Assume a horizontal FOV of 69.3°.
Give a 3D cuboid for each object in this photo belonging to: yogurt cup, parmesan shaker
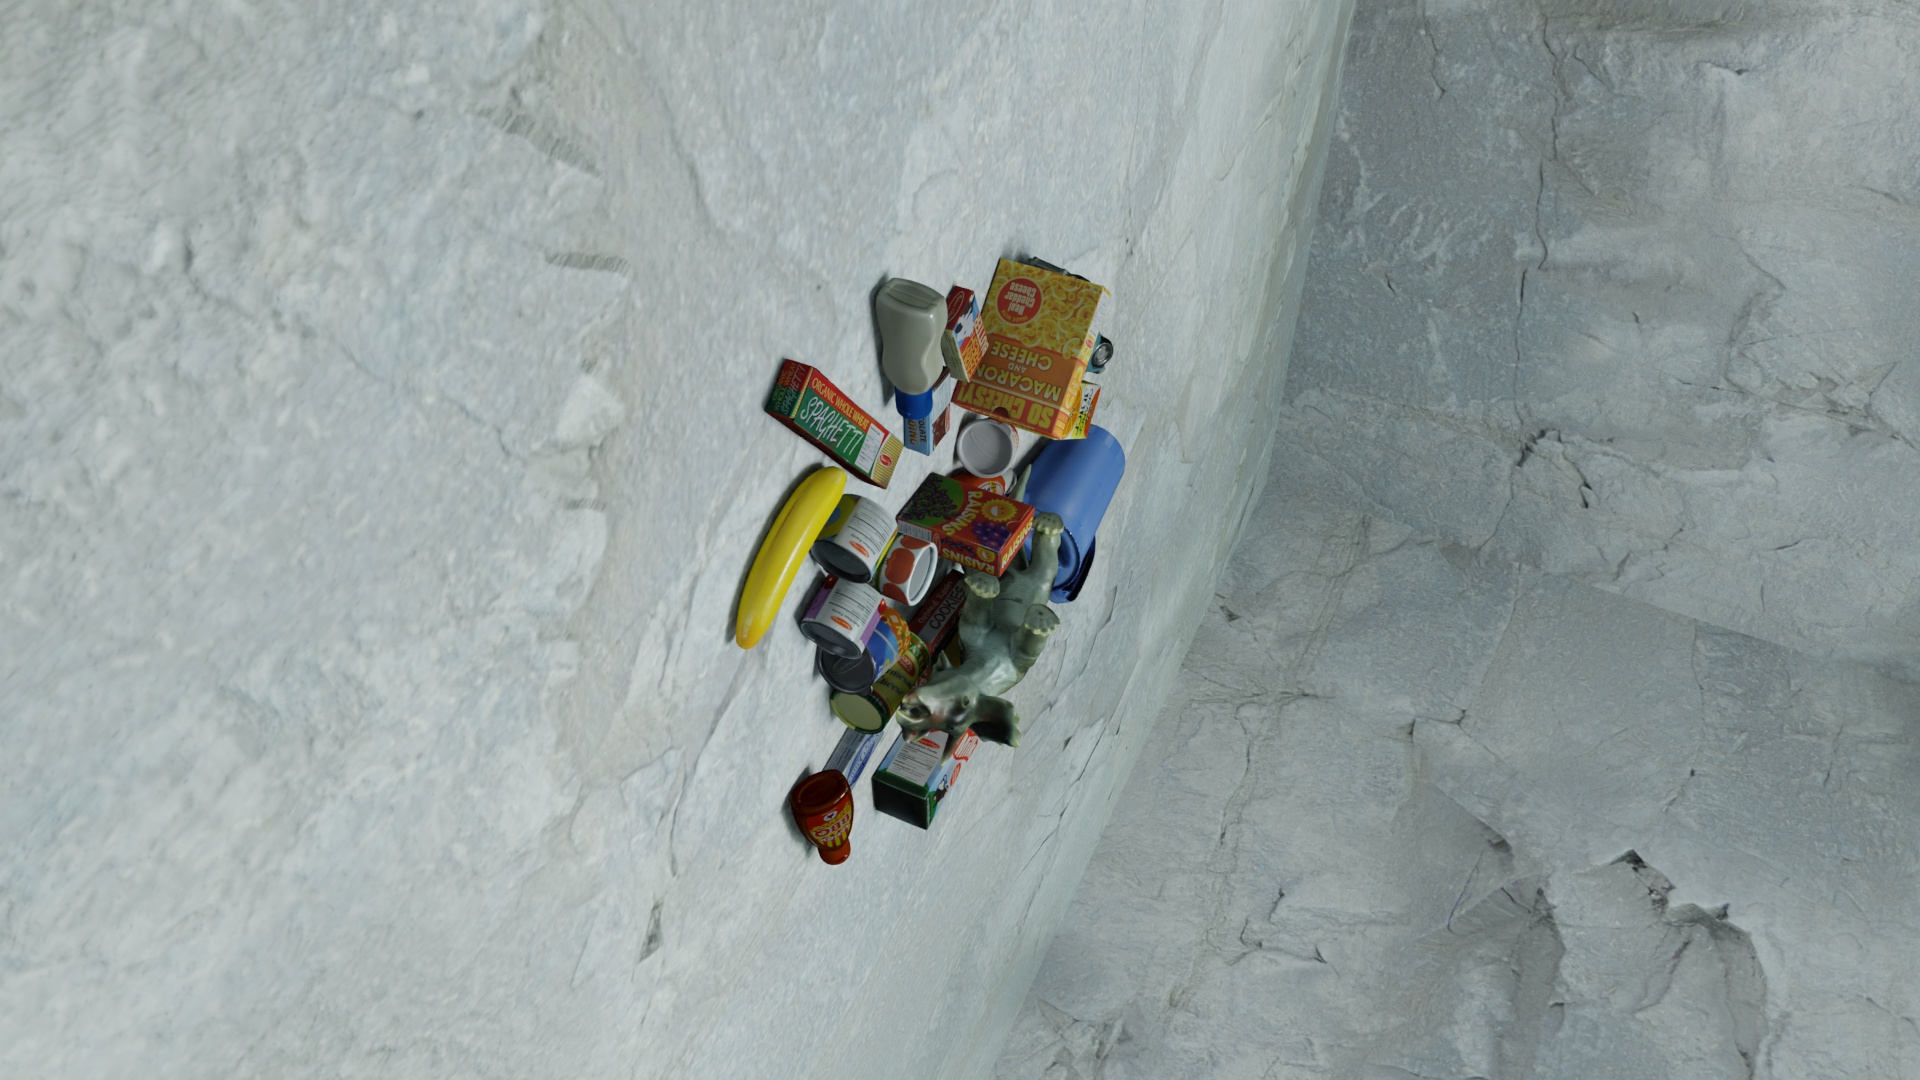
[{"bbox_3d":[0.034,-0.109,1.574,0.054,0.072,0.072,-46,151,-68],"label":"yogurt cup"},{"bbox_3d":[-0.083,0.151,1.483,0.103,0.071,0.071,-54,156,-42],"label":"parmesan shaker"}]

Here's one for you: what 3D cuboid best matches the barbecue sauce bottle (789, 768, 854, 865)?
[{"bbox_3d":[-0.143,0.302,1.492,0.065,0.044,0.147,-27,147,-17],"label":"barbecue sauce bottle"}]

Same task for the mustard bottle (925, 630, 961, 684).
[{"bbox_3d":[0.012,0.131,1.639,0.161,0.049,0.065,-55,155,-39],"label":"mustard bottle"}]

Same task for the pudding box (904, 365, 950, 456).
[{"bbox_3d":[-0.033,-0.133,1.406,0.083,0.030,0.050,91,25,-44],"label":"pudding box"}]

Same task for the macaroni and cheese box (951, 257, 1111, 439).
[{"bbox_3d":[0.075,-0.207,1.494,0.040,0.124,0.166,18,92,-69],"label":"macaroni and cheese box"}]

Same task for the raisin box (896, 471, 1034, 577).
[{"bbox_3d":[0.005,-0.019,1.483,0.086,0.123,0.039,-53,155,-42],"label":"raisin box"}]

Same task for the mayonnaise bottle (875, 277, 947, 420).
[{"bbox_3d":[-0.044,-0.173,1.288,0.041,0.065,0.147,-56,161,-32],"label":"mayonnaise bottle"}]

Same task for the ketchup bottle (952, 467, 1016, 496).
[{"bbox_3d":[0.022,-0.057,1.622,0.149,0.043,0.064,-34,139,-62],"label":"ketchup bottle"}]

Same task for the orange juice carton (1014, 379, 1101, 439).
[{"bbox_3d":[0.121,-0.171,1.744,0.193,0.073,0.071,-13,120,-69],"label":"orange juice carton"}]

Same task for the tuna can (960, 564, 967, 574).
[{"bbox_3d":[0.030,0.019,1.680,0.071,0.071,0.032,-64,159,-21],"label":"tuna can"}]

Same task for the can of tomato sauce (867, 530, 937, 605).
[{"bbox_3d":[-0.074,0.022,1.358,0.071,0.083,0.071,-71,162,0],"label":"can of tomato sauce"}]

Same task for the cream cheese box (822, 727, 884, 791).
[{"bbox_3d":[-0.121,0.240,1.539,0.104,0.024,0.053,-60,158,-30],"label":"cream cheese box"}]

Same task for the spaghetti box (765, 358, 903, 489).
[{"bbox_3d":[-0.106,-0.099,1.232,0.050,0.029,0.250,-69,162,-5],"label":"spaghetti box"}]

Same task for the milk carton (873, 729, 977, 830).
[{"bbox_3d":[-0.032,0.258,1.735,0.191,0.073,0.072,-56,157,-39],"label":"milk carton"}]

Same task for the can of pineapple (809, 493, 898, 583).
[{"bbox_3d":[-0.100,-0.002,1.292,0.058,0.071,0.070,-61,160,-27],"label":"can of pineapple"}]

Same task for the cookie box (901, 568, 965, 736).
[{"bbox_3d":[-0.027,0.135,1.680,0.123,0.040,0.166,-53,156,-42],"label":"cookie box"}]

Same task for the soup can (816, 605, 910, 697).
[{"bbox_3d":[-0.096,0.111,1.407,0.084,0.071,0.071,-38,143,-59],"label":"soup can"}]

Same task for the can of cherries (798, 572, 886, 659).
[{"bbox_3d":[-0.113,0.072,1.331,0.071,0.071,0.058,76,37,-59],"label":"can of cherries"}]

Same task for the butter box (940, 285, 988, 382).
[{"bbox_3d":[0.002,-0.212,1.436,0.053,0.024,0.103,-64,160,-19],"label":"butter box"}]
